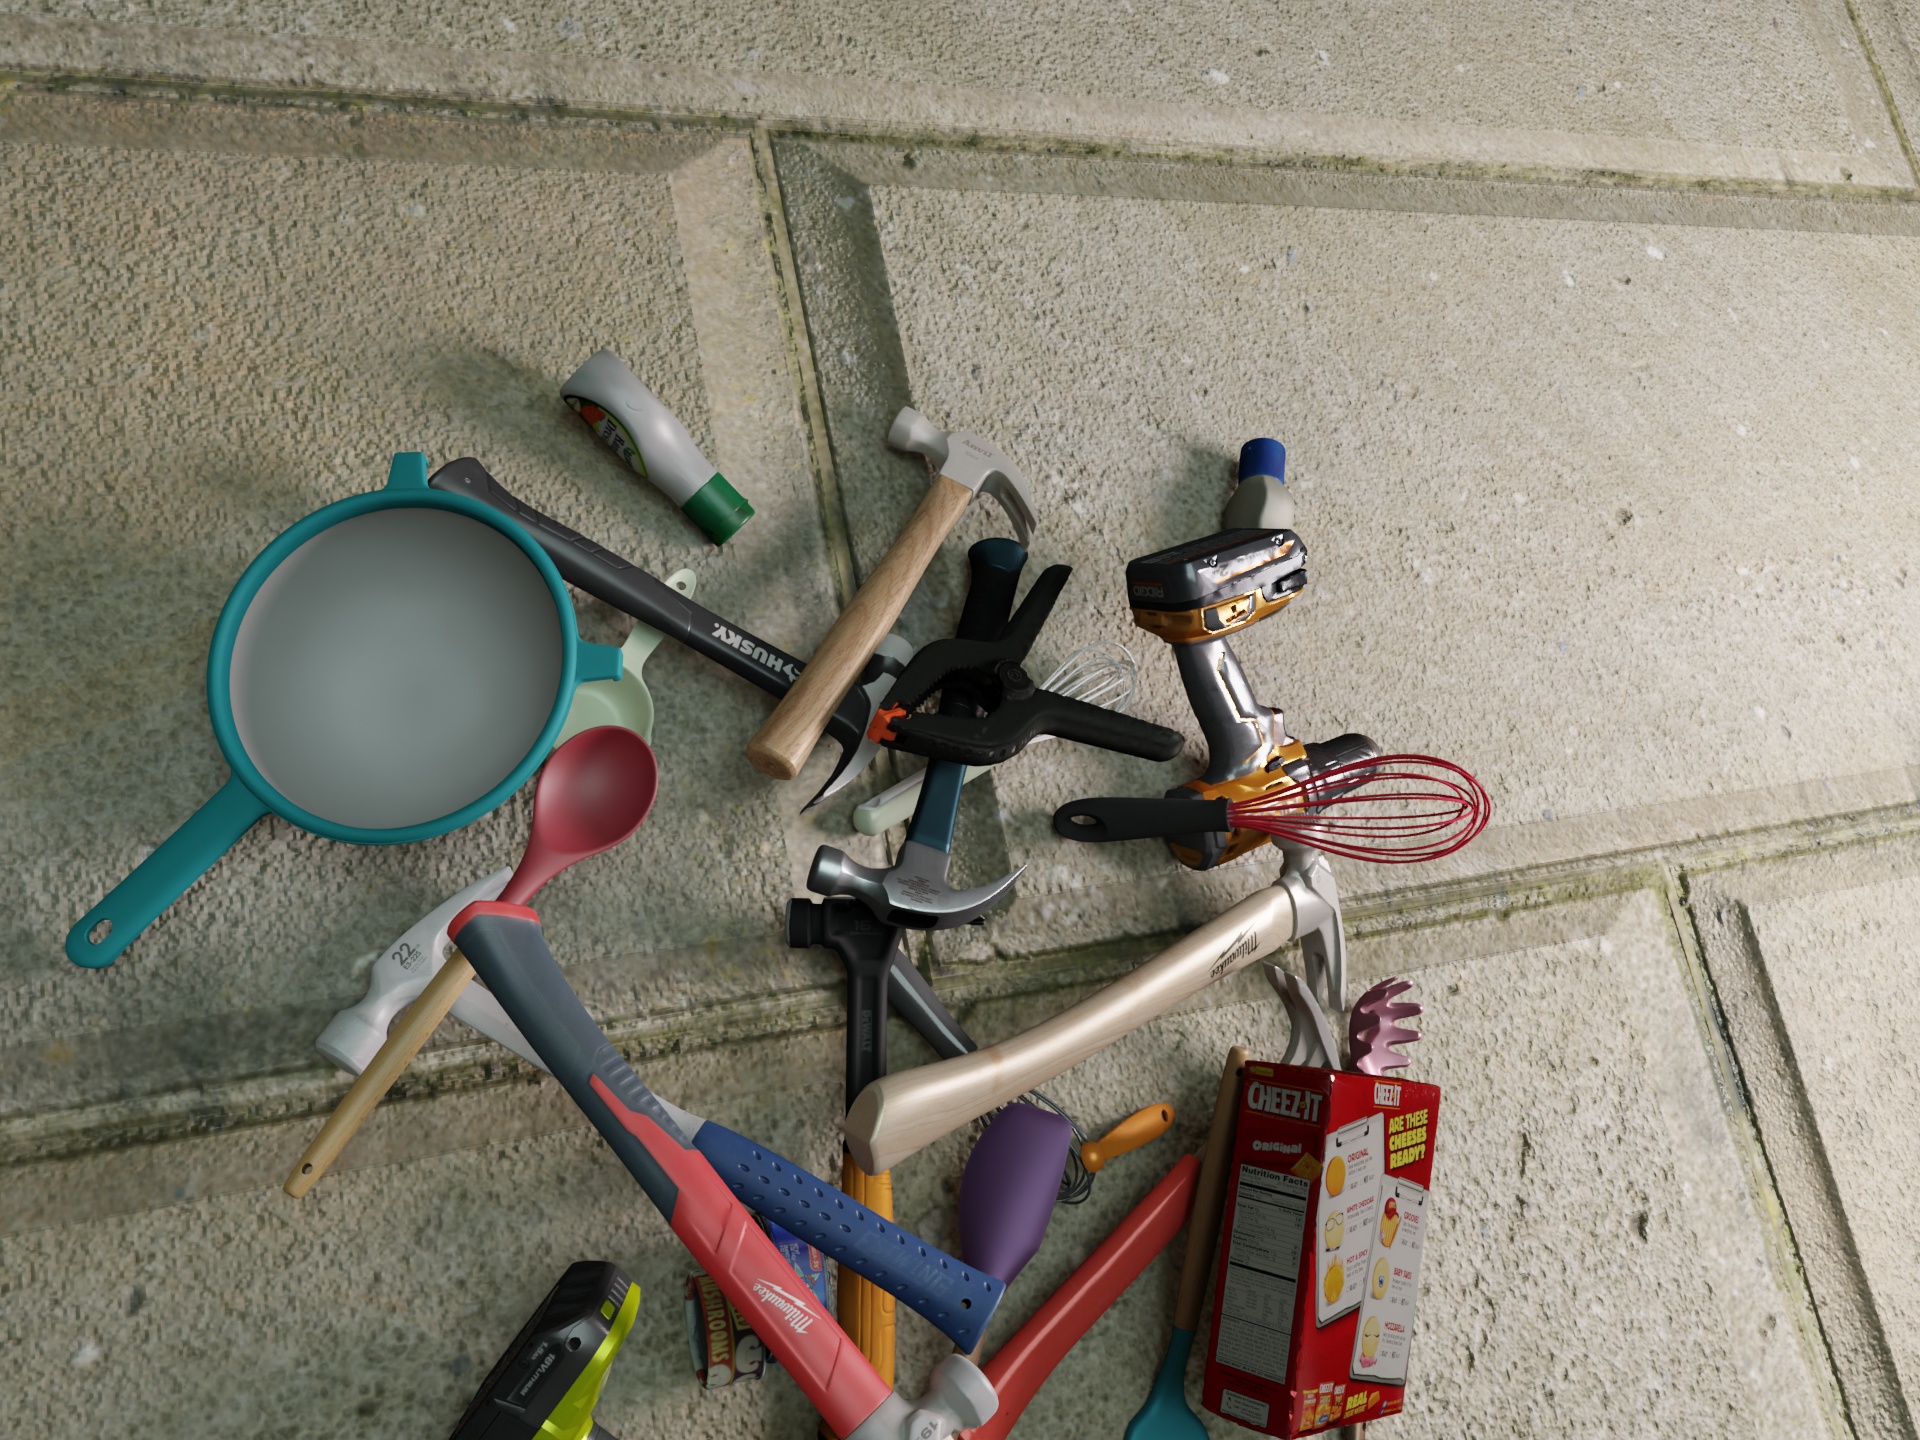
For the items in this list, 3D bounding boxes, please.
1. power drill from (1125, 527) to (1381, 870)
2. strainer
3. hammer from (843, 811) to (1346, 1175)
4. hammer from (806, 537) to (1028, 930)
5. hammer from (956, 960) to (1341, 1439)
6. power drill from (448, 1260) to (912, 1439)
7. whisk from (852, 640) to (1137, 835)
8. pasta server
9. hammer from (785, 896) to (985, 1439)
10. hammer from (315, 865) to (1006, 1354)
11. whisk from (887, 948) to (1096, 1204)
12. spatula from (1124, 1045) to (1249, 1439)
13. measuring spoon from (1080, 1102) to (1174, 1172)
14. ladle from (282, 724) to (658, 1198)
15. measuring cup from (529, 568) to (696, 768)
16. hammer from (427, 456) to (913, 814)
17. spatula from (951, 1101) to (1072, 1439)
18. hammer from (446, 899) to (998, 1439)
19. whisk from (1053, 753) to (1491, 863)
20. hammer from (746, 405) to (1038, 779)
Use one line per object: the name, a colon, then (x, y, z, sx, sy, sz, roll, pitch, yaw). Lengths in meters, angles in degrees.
power drill: (0.218, -0.023, 1.149, 0.185, 0.084, 0.226, -19, 105, -25)
strainer: (-0.366, 0.021, 0.933, 0.211, 0.095, 0.340, 43, 81, 10)
hammer: (0.104, 0.195, 1.029, 0.410, 0.038, 0.146, -21, 107, -33)
hammer: (-0.002, -0.003, 1.063, 0.128, 0.033, 0.331, 21, 50, -8)
hammer: (0.120, 0.319, 1.024, 0.359, 0.037, 0.149, -39, 122, -24)
power drill: (-0.142, 0.397, 0.854, 0.228, 0.080, 0.190, 36, 100, -4)
whisk: (0.028, 0.014, 1.111, 0.246, 0.058, 0.059, -30, 114, -23)
pasta server: (0.288, 0.337, 1.110, 0.060, 0.040, 0.316, 26, 63, -42)
hammer: (-0.050, 0.277, 0.976, 0.127, 0.034, 0.337, 1, 76, -2)
hammer: (-0.157, 0.228, 0.906, 0.405, 0.035, 0.144, 29, 61, 9)
whisk: (0.003, 0.218, 1.032, 0.055, 0.055, 0.239, -39, 86, -28)
spatula: (0.154, 0.364, 1.009, 0.082, 0.044, 0.317, 9, 94, -16)
measuring spoon: (0.114, 0.272, 1.047, 0.117, 0.011, 0.021, -7, 74, -54)
ladle: (-0.277, 0.132, 0.909, 0.069, 0.031, 0.315, 31, 64, 3)
measuring cup: (-0.219, -0.034, 1.034, 0.083, 0.038, 0.168, 35, 54, -10)
hammer: (-0.189, -0.066, 1.022, 0.334, 0.035, 0.146, 30, 53, -18)
spatula: (-0.001, 0.384, 0.949, 0.060, 0.018, 0.316, 15, 69, 9)
hammer: (-0.157, 0.254, 0.833, 0.143, 0.038, 0.386, -35, 75, -32)
whisk: (0.200, 0.063, 1.064, 0.073, 0.296, 0.073, -4, 90, -65)
hammer: (-0.048, -0.085, 1.070, 0.130, 0.031, 0.331, 26, 53, 5)
